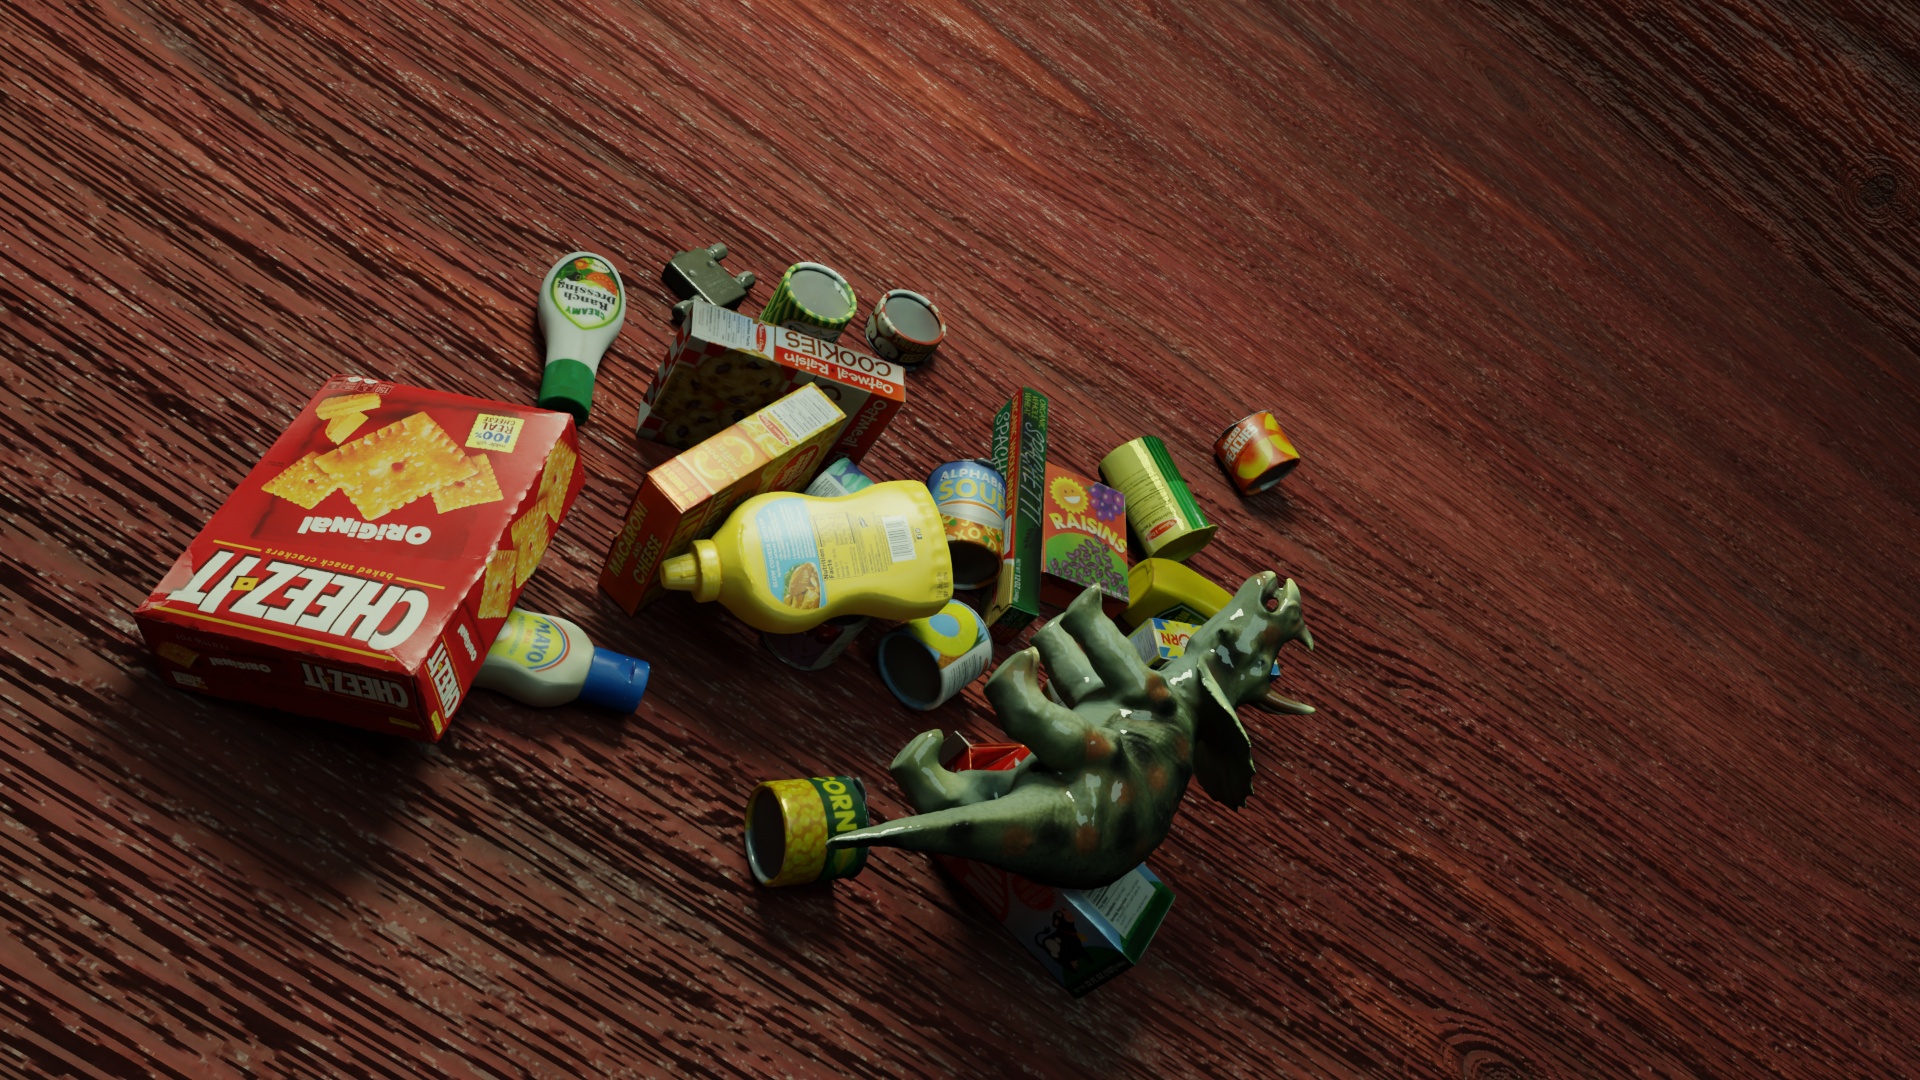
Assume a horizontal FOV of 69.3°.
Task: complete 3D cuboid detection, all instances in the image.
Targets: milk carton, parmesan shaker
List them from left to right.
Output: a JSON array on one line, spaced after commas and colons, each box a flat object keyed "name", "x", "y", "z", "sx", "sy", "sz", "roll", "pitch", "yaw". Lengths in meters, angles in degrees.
[{"name": "milk carton", "x": 0.047, "y": 0.214, "z": 0.959, "sx": 0.190, "sy": 0.072, "sz": 0.074, "roll": 45, "pitch": 43, "yaw": 3}, {"name": "parmesan shaker", "x": 0.177, "y": -0.036, "z": 1.245, "sx": 0.071, "sy": 0.071, "sz": 0.103, "roll": -6, "pitch": 60, "yaw": -38}]

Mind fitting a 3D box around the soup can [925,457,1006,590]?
[{"name": "soup can", "x": 0.004, "y": -0.014, "z": 1.107, "sx": 0.071, "sy": 0.071, "sz": 0.084, "roll": 21, "pitch": 48, "yaw": -21}]

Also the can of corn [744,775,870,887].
[{"name": "can of corn", "x": -0.098, "y": 0.183, "z": 0.884, "sx": 0.058, "sy": 0.070, "sz": 0.071, "roll": 2, "pitch": 56, "yaw": -33}]

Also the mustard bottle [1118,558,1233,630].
[{"name": "mustard bottle", "x": 0.211, "y": 0.069, "z": 1.193, "sx": 0.160, "sy": 0.065, "sz": 0.049, "roll": 25, "pitch": 42, "yaw": -22}]

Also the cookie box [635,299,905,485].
[{"name": "cookie box", "x": -0.141, "y": -0.105, "z": 1.041, "sx": 0.167, "sy": 0.122, "sz": 0.040, "roll": 15, "pitch": 50, "yaw": -25}]

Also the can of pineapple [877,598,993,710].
[{"name": "can of pineapple", "x": -0.020, "y": 0.083, "z": 1.020, "sx": 0.071, "sy": 0.070, "sz": 0.058, "roll": 51, "pitch": 45, "yaw": 9}]

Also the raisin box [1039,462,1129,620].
[{"name": "raisin box", "x": 0.097, "y": 0.001, "z": 1.184, "sx": 0.086, "sy": 0.040, "sz": 0.124, "roll": 20, "pitch": 47, "yaw": -20}]

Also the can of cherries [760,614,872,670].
[{"name": "can of cherries", "x": -0.104, "y": 0.049, "z": 0.992, "sx": 0.071, "sy": 0.058, "sz": 0.072, "roll": 19, "pitch": 48, "yaw": -23}]

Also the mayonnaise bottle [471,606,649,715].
[{"name": "mayonnaise bottle", "x": -0.272, "y": 0.072, "z": 0.871, "sx": 0.148, "sy": 0.041, "sz": 0.065, "roll": 20, "pitch": 46, "yaw": -20}]

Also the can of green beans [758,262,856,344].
[{"name": "can of green beans", "x": -0.128, "y": -0.190, "z": 1.164, "sx": 0.071, "sy": 0.057, "sz": 0.071, "roll": 19, "pitch": 48, "yaw": -22}]

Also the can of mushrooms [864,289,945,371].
[{"name": "can of mushrooms", "x": -0.048, "y": -0.187, "z": 1.235, "sx": 0.071, "sy": 0.033, "sz": 0.071, "roll": 19, "pitch": 47, "yaw": -22}]

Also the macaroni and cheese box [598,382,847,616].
[{"name": "macaroni and cheese box", "x": -0.166, "y": -0.030, "z": 0.966, "sx": 0.040, "sy": 0.123, "sz": 0.167, "roll": 44, "pitch": 44, "yaw": 8}]

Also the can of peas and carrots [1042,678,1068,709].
[{"name": "can of peas and carrots", "x": 0.102, "y": 0.132, "z": 1.067, "sx": 0.071, "sy": 0.070, "sz": 0.059, "roll": 4, "pitch": 55, "yaw": -33}]

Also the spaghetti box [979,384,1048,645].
[{"name": "spaghetti box", "x": 0.046, "y": -0.027, "z": 1.163, "sx": 0.028, "sy": 0.050, "sz": 0.251, "roll": 24, "pitch": 46, "yaw": -20}]

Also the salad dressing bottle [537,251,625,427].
[{"name": "salad dressing bottle", "x": -0.286, "y": -0.149, "z": 1.033, "sx": 0.064, "sy": 0.043, "sz": 0.148, "roll": 15, "pitch": 50, "yaw": -23}]

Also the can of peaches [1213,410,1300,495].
[{"name": "can of peaches", "x": 0.290, "y": -0.085, "z": 1.364, "sx": 0.071, "sy": 0.071, "sz": 0.058, "roll": -13, "pitch": 66, "yaw": -41}]

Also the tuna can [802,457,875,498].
[{"name": "tuna can", "x": -0.097, "y": -0.030, "z": 1.056, "sx": 0.033, "sy": 0.070, "sz": 0.071, "roll": 43, "pitch": 44, "yaw": 3}]

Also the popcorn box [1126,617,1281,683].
[{"name": "popcorn box", "x": 0.184, "y": 0.106, "z": 1.127, "sx": 0.127, "sy": 0.084, "sz": 0.038, "roll": 11, "pitch": 52, "yaw": -28}]
